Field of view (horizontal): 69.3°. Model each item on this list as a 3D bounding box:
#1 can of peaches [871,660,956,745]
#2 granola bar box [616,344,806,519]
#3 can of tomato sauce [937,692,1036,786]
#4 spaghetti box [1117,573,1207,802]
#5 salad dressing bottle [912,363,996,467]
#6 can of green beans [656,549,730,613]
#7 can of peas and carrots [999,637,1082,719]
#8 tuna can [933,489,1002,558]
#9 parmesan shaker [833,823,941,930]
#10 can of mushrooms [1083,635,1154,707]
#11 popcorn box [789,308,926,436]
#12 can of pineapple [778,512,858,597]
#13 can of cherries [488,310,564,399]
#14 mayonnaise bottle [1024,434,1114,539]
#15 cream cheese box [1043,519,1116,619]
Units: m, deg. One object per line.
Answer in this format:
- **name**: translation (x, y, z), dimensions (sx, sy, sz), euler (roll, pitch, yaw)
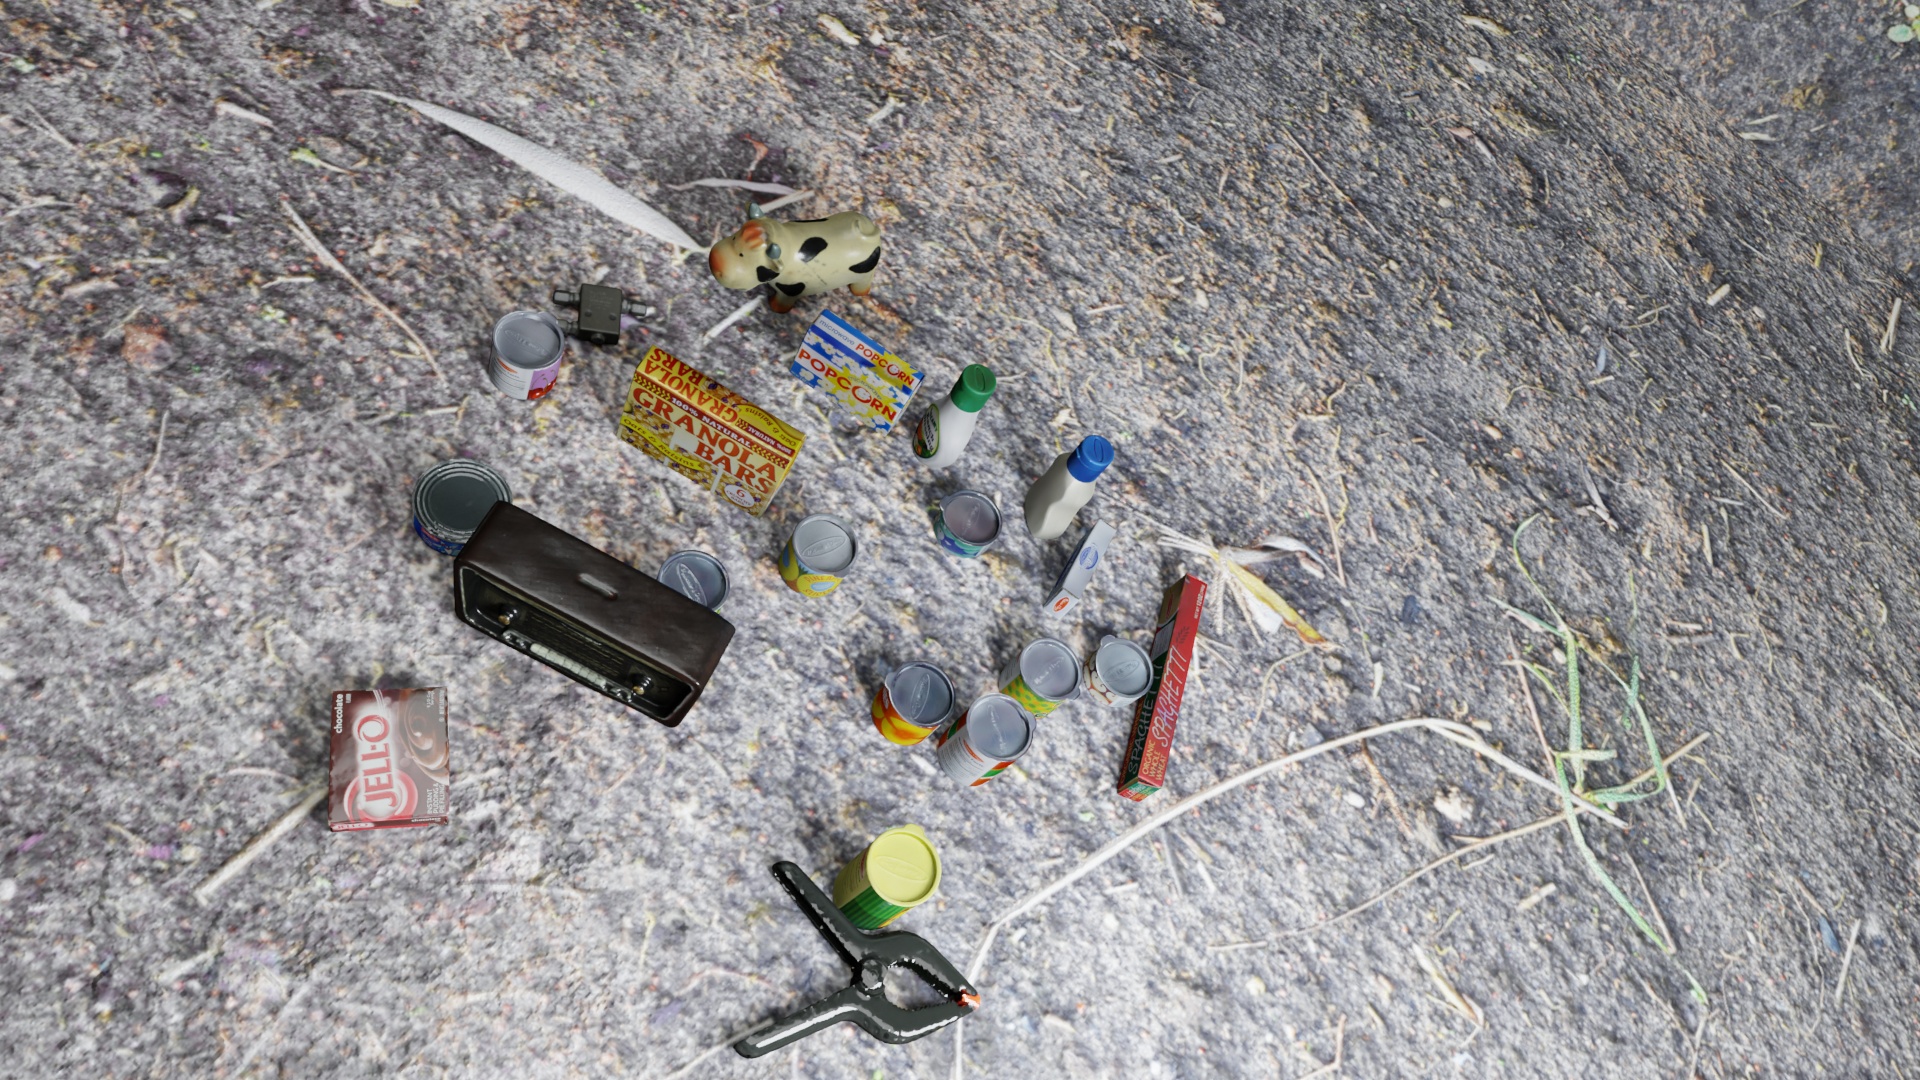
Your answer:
- **can of peaches**: translation (-0.047, 0.153, 1.313), dimensions (0.071, 0.057, 0.071), euler (10, 60, -18)
- **granola bar box**: translation (-0.241, -0.100, 1.328), dimensions (0.165, 0.123, 0.039), euler (30, 56, -5)
- **can of tomato sauce**: translation (0.024, 0.188, 1.310), dimensions (0.071, 0.082, 0.071), euler (10, 60, -18)
- **spaghetti box**: translation (0.208, 0.149, 1.428), dimensions (0.029, 0.050, 0.251), euler (25, 57, -9)
- **salad dressing bottle**: translation (-0.006, -0.128, 1.428), dimensions (0.044, 0.147, 0.064), euler (1, 64, -23)
- **can of green beans**: translation (-0.251, 0.050, 1.283), dimensions (0.071, 0.057, 0.071), euler (10, 60, -18)
- **can of peas and carrots**: translation (0.080, 0.139, 1.374), dimensions (0.071, 0.058, 0.071), euler (10, 60, -18)
- **tuna can**: translation (0.005, -0.018, 1.443), dimensions (0.071, 0.032, 0.071), euler (10, 60, -18)
- **parmesan shaker**: translation (-0.064, 0.293, 1.204), dimensions (0.071, 0.102, 0.071), euler (10, 60, -18)
- **can of mushrooms**: translation (0.161, 0.134, 1.426), dimensions (0.071, 0.033, 0.071), euler (10, 60, -18)
- **popcorn box**: translation (-0.109, -0.174, 1.447), dimensions (0.127, 0.084, 0.038), euler (34, 56, -3)
- **can of pineapple**: translation (-0.138, 0.017, 1.349), dimensions (0.071, 0.057, 0.071), euler (10, 60, -18)
- **can of cherries**: translation (-0.416, -0.179, 1.336), dimensions (0.071, 0.058, 0.072), euler (10, 60, -18)
- **mayonnaise bottle**: translation (0.112, -0.058, 1.440), dimensions (0.041, 0.147, 0.065), euler (5, 62, -21)
- **cream cheese box**: translation (0.125, 0.030, 1.455), dimensions (0.024, 0.053, 0.104), euler (34, 56, -3)
